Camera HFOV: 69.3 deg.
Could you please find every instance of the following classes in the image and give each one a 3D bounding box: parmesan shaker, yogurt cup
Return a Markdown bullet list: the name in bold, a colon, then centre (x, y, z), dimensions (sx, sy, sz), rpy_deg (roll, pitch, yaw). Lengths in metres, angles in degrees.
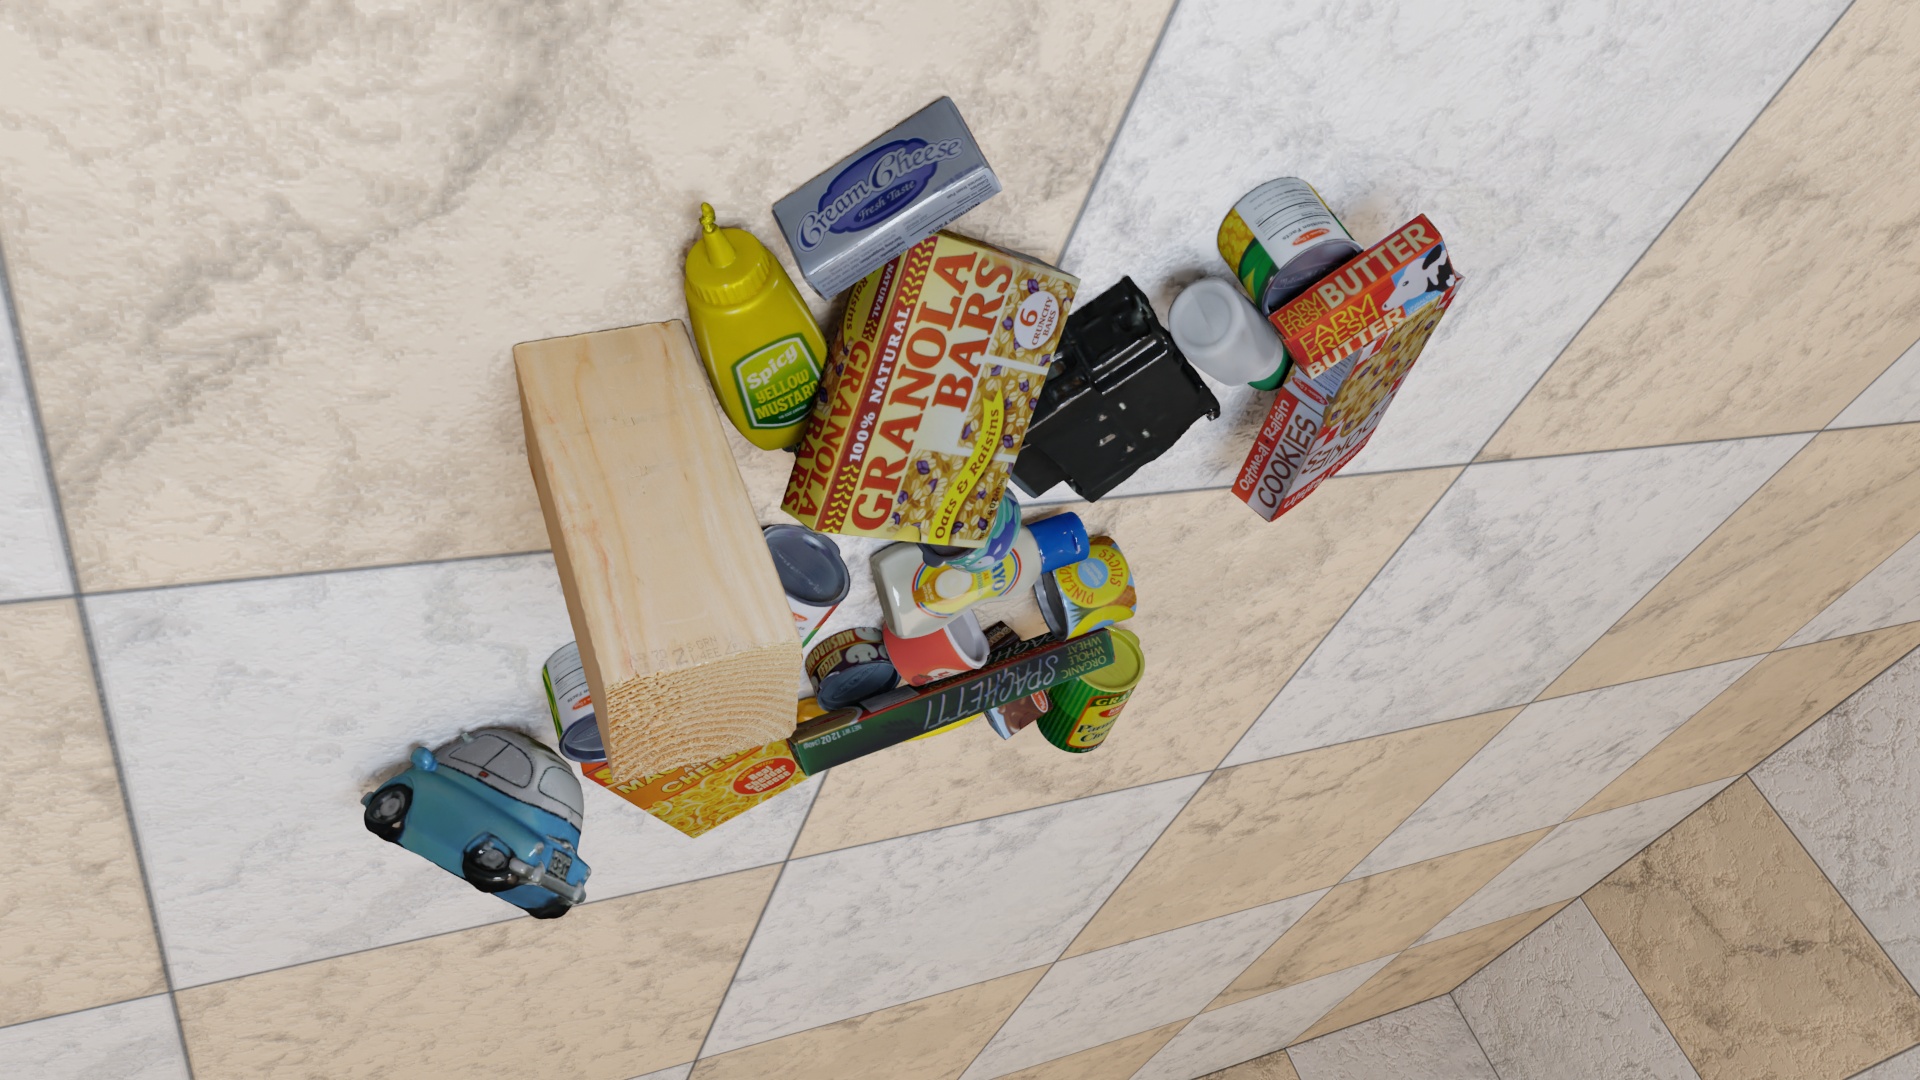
- **parmesan shaker**: centre (0.110, 0.125, 1.170), dimensions (0.071, 0.071, 0.102), rpy_deg (-10, 145, -23)
- **yogurt cup**: centre (-0.020, 0.071, 1.007), dimensions (0.054, 0.072, 0.072), rpy_deg (-27, 148, 17)

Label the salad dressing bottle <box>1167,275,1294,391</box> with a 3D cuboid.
- **salad dressing bottle**: centre (0.171, -0.121, 0.852), dimensions (0.044, 0.064, 0.148), rpy_deg (-29, 164, 22)

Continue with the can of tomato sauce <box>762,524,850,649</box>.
- **can of tomato sauce**: centre (-0.119, 0.040, 0.896), dimensions (0.071, 0.071, 0.082), rpy_deg (6, 137, -39)

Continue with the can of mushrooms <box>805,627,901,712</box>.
- **can of mushrooms**: centre (-0.081, 0.096, 1.028), dimensions (0.071, 0.033, 0.070), rpy_deg (-17, 147, -12)

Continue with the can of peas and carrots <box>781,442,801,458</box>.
- **can of peas and carrots**: centre (-0.064, -0.048, 0.812), dimensions (0.071, 0.059, 0.070), rpy_deg (-17, 146, -12)

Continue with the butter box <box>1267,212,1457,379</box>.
- **butter box**: centre (0.233, -0.139, 0.802), dimensions (0.103, 0.024, 0.053), rpy_deg (-34, 147, 12)

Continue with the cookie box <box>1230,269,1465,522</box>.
- **cookie box**: centre (0.256, -0.101, 0.929), dimensions (0.123, 0.040, 0.166), rpy_deg (-34, 155, -33)

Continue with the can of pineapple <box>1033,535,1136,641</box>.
- **can of pineapple**: centre (0.091, 0.034, 1.025), dimensions (0.058, 0.071, 0.070), rpy_deg (-18, 147, -13)

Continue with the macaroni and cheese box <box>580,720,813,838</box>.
- **macaroni and cheese box**: centre (-0.190, 0.158, 1.038), dimensions (0.124, 0.040, 0.166), rpy_deg (-29, 148, 4)

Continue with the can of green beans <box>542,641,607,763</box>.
- **can of green beans**: centre (-0.236, 0.104, 0.913), dimensions (0.071, 0.058, 0.071), rpy_deg (-18, 147, -12)

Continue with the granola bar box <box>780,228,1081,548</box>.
- **granola bar box**: centre (-0.015, -0.080, 0.747), dimensions (0.124, 0.039, 0.165), rpy_deg (6, 109, -43)

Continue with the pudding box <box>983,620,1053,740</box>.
- **pudding box**: centre (0.034, 0.111, 1.094), dimensions (0.050, 0.030, 0.083), rpy_deg (-34, 123, -11)

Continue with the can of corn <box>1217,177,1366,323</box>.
- **can of corn**: centre (0.193, -0.167, 0.815), dimensions (0.071, 0.058, 0.070), rpy_deg (-18, 147, -12)

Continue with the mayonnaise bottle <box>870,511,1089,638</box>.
- **mayonnaise bottle**: centre (0.016, 0.017, 0.959), dimensions (0.148, 0.064, 0.041), rpy_deg (-18, -169, -15)

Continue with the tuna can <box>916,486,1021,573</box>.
- **tuna can**: centre (0.003, -0.011, 0.899), dimensions (0.071, 0.071, 0.033), rpy_deg (-37, 146, 18)

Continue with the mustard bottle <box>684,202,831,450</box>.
- **mustard bottle**: centre (-0.106, -0.109, 0.704), dimensions (0.065, 0.049, 0.159), rpy_deg (-28, 148, -6)

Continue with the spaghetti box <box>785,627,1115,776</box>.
- **spaghetti box**: centre (-0.005, 0.114, 1.026), dimensions (0.251, 0.028, 0.050), rpy_deg (-19, -170, -15)

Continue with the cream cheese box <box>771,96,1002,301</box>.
- **cream cheese box**: centre (-0.036, -0.164, 0.669), dimensions (0.104, 0.053, 0.024), rpy_deg (-30, 149, 8)
